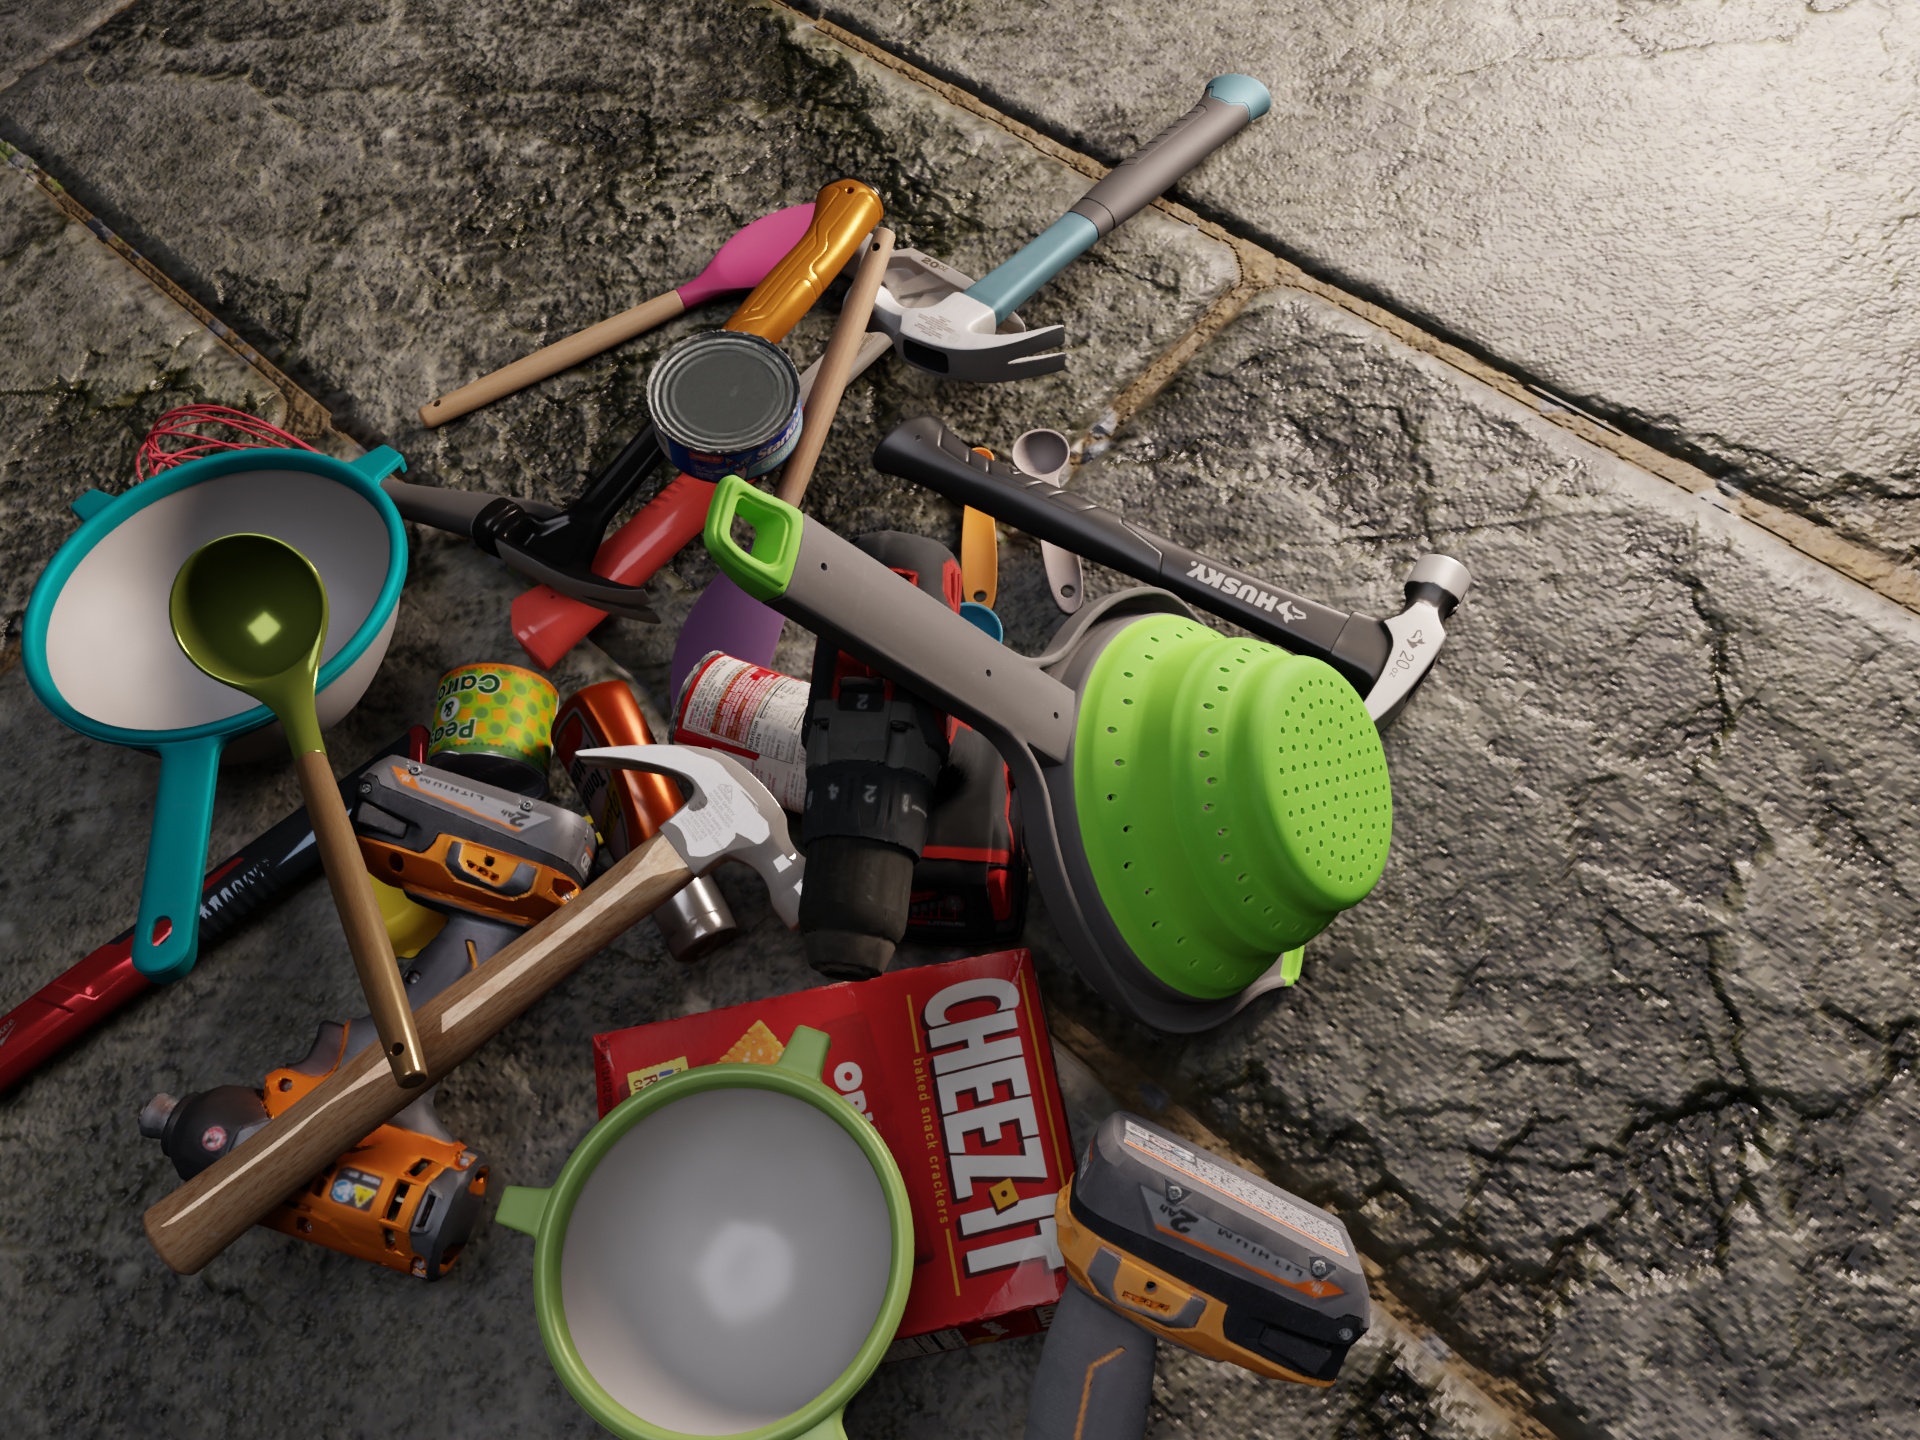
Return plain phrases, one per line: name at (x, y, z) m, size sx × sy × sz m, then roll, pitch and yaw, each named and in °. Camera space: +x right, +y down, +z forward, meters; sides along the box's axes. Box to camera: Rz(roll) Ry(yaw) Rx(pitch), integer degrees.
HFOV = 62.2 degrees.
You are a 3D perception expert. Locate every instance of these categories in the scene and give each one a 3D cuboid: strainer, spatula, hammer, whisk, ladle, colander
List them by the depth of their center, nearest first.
strainer at (-0.065, 0.262, 0.627) m, size 0.151 × 0.069 × 0.257 m, roll -28°, pitch 65°, yaw -10°
colander at (0.071, 0.000, 0.654) m, size 0.094 × 0.396 × 0.205 m, roll -14°, pitch 57°, yaw 42°
hammer at (-0.223, 0.130, 0.731) m, size 0.331 × 0.031 × 0.130 m, roll -37°, pitch 80°, yaw -11°
ladle at (-0.306, 0.033, 0.749) m, size 0.078 × 0.062 × 0.320 m, roll -30°, pitch 57°, yaw -4°
hammer at (-0.453, 0.119, 0.862) m, size 0.386 × 0.038 × 0.143 m, roll -38°, pitch 61°, yaw -12°
strainer at (-0.399, 0.002, 0.876) m, size 0.211 × 0.095 × 0.341 m, roll -9°, pitch 56°, yaw -1°
hammer at (0.098, -0.088, 0.883) m, size 0.335 × 0.035 × 0.146 m, roll 26°, pitch 68°, yaw 16°
spatula at (-0.098, -0.142, 0.919) m, size 0.060 × 0.018 × 0.316 m, roll 18°, pitch 82°, yaw 16°
hammer at (-0.142, -0.206, 0.956) m, size 0.127 × 0.034 × 0.337 m, roll 26°, pitch 67°, yaw 21°
hammer at (-0.124, -0.158, 0.967) m, size 0.149 × 0.036 × 0.359 m, roll 36°, pitch 71°, yaw 24°
whisk at (-0.377, -0.143, 0.987) m, size 0.296 × 0.073 × 0.073 m, roll 12°, pitch 64°, yaw 8°
hammer at (0.083, -0.318, 1.001) m, size 0.128 × 0.033 × 0.331 m, roll 34°, pitch 63°, yaw 25°

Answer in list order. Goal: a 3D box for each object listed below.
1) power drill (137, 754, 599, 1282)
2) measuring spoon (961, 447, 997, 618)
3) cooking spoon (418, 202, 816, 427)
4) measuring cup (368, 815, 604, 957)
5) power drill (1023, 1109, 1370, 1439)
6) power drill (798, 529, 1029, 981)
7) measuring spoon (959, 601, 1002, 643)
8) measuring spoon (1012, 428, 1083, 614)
power drill at (-0.287, 0.138, 0.781) m, size 0.164 × 0.084 × 0.227 m, roll 17°, pitch 71°, yaw 1°
measuring spoon at (0.011, -0.110, 0.936) m, size 0.021 × 0.011 × 0.117 m, roll -4°, pitch 64°, yaw 7°
cooking spoon at (-0.208, -0.266, 1.049) m, size 0.319 × 0.017 × 0.069 m, roll -27°, pitch 60°, yaw -7°
measuring cup at (-0.260, 0.078, 0.859) m, size 0.156 × 0.029 × 0.062 m, roll -22°, pitch 60°, yaw -3°
power drill at (0.081, 0.294, 0.622) m, size 0.185 × 0.084 × 0.226 m, roll 26°, pitch 93°, yaw 6°
power drill at (-0.022, 0.043, 0.727) m, size 0.080 × 0.226 × 0.188 m, roll 2°, pitch 68°, yaw 11°
measuring spoon at (-0.001, -0.003, 0.877) m, size 0.042 × 0.021 × 0.129 m, roll 4°, pitch 71°, yaw 11°
measuring spoon at (0.055, -0.115, 0.931) m, size 0.034 × 0.018 × 0.124 m, roll -10°, pitch 67°, yaw 2°
